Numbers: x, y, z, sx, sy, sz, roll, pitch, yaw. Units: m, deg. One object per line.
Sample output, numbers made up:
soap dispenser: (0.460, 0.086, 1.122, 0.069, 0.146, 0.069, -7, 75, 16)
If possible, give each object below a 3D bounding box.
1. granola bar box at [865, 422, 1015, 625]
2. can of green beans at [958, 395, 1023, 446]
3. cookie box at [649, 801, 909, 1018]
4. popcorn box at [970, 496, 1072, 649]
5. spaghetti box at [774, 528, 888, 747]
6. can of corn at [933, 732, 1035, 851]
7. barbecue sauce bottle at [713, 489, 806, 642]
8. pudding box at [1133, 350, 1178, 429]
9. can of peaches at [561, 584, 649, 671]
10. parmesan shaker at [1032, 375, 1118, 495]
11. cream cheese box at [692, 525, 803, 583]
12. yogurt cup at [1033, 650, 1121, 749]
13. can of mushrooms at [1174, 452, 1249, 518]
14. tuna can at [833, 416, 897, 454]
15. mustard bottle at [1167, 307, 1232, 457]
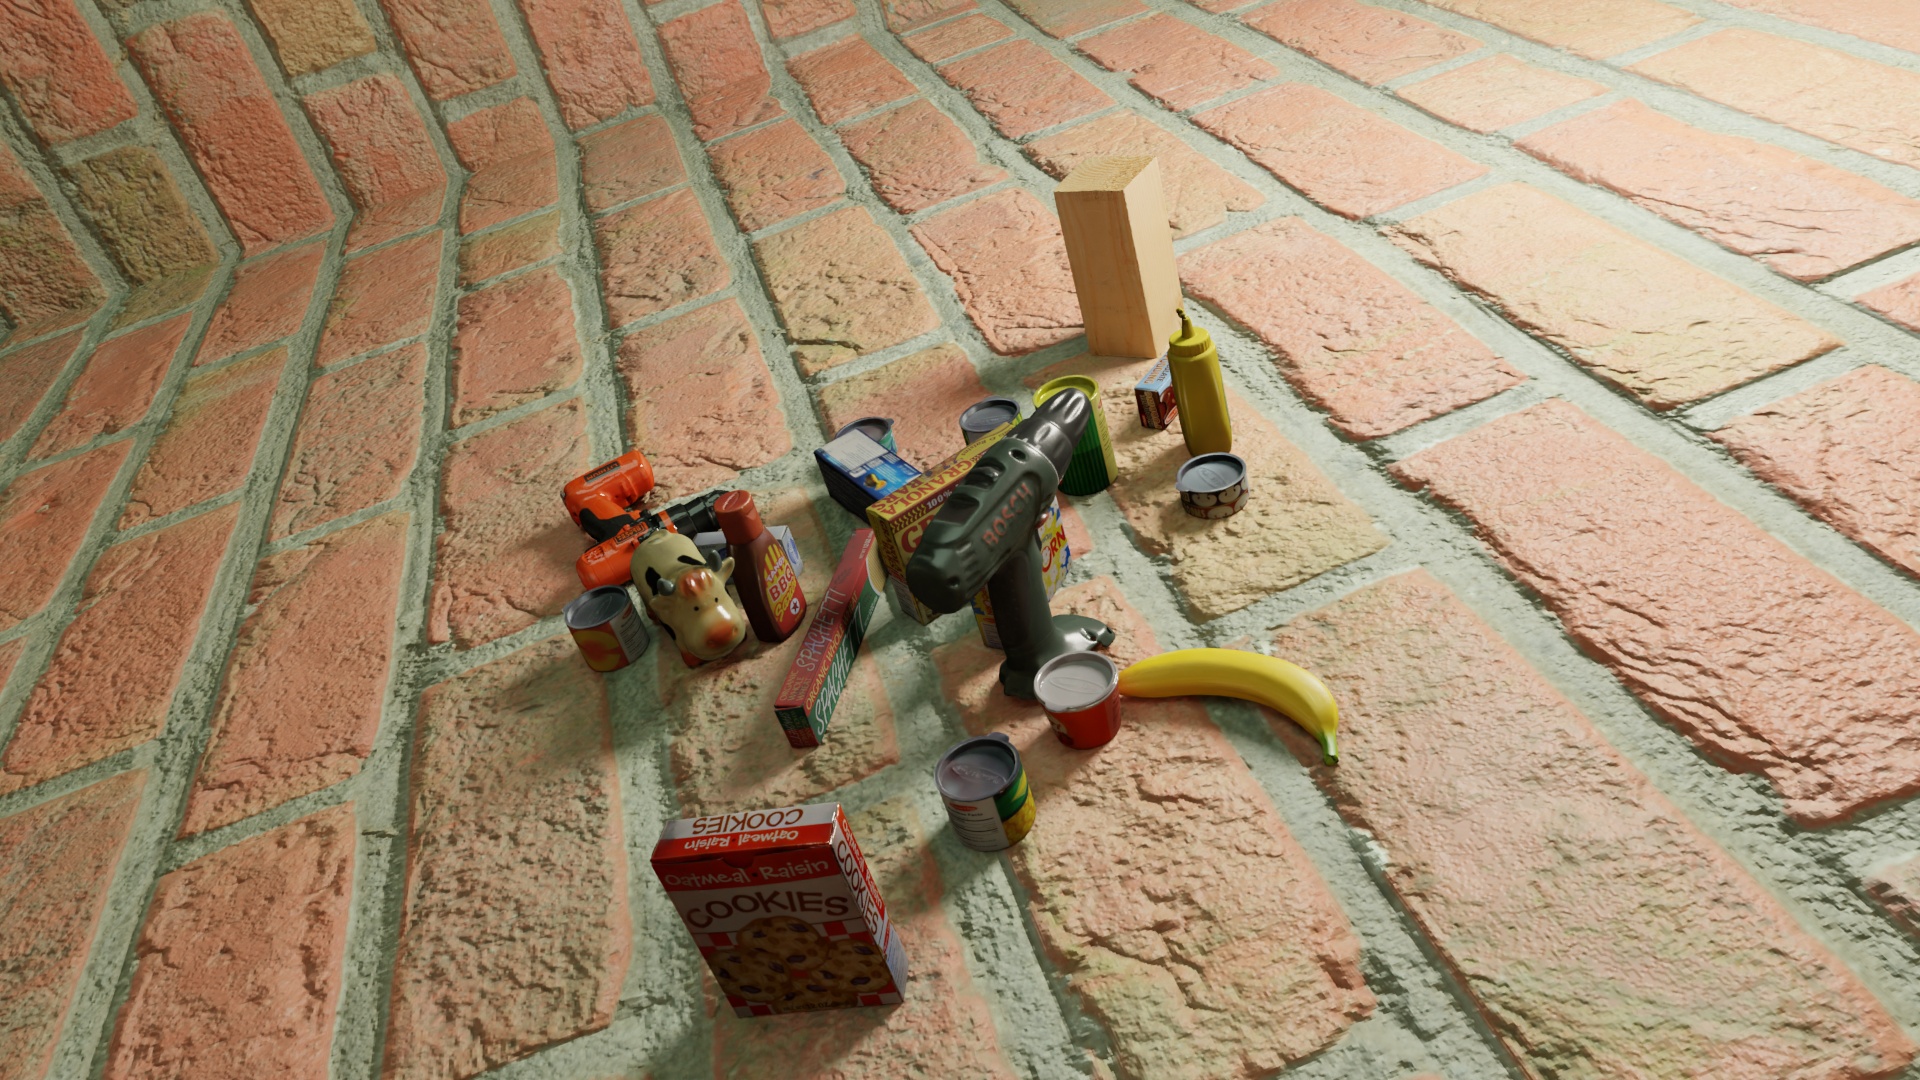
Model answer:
granola bar box: (0.005, -0.016, 1.290, 0.166, 0.123, 0.039, -33, 37, -22)
can of green beans: (0.037, -0.109, 1.465, 0.071, 0.057, 0.071, -12, 35, 8)
cookie box: (-0.117, 0.251, 0.930, 0.123, 0.166, 0.040, -9, 35, 12)
popcorn box: (0.053, 0.026, 1.244, 0.038, 0.084, 0.127, 5, 40, 30)
spaghetti box: (-0.112, 0.083, 1.267, 0.028, 0.050, 0.251, -4, 36, 19)
can of corn: (0.021, 0.190, 1.051, 0.071, 0.058, 0.071, -12, 35, 8)
barbecue sauce bottle: (-0.190, 0.022, 1.300, 0.043, 0.147, 0.065, 0, 38, 25)
pudding box: (0.218, -0.160, 1.465, 0.030, 0.049, 0.084, 10, 43, 35)
can of peaches: (-0.347, 0.086, 1.359, 0.071, 0.057, 0.071, -12, 35, 8)
parmesan shaker: (0.115, -0.102, 1.381, 0.071, 0.102, 0.072, -12, 34, 8)
cream cheese box: (-0.216, 0.016, 1.404, 0.104, 0.053, 0.024, -5, 36, 18)
yogurt cup: (0.097, 0.129, 1.108, 0.072, 0.053, 0.073, -12, 35, 8)
can of mushrooms: (0.238, -0.051, 1.317, 0.071, 0.033, 0.071, -12, 35, 8)
tuna can: (-0.103, -0.108, 1.546, 0.071, 0.032, 0.071, -12, 35, 8)
mustard bottle: (0.231, -0.156, 1.355, 0.049, 0.159, 0.065, -15, 34, 5)
